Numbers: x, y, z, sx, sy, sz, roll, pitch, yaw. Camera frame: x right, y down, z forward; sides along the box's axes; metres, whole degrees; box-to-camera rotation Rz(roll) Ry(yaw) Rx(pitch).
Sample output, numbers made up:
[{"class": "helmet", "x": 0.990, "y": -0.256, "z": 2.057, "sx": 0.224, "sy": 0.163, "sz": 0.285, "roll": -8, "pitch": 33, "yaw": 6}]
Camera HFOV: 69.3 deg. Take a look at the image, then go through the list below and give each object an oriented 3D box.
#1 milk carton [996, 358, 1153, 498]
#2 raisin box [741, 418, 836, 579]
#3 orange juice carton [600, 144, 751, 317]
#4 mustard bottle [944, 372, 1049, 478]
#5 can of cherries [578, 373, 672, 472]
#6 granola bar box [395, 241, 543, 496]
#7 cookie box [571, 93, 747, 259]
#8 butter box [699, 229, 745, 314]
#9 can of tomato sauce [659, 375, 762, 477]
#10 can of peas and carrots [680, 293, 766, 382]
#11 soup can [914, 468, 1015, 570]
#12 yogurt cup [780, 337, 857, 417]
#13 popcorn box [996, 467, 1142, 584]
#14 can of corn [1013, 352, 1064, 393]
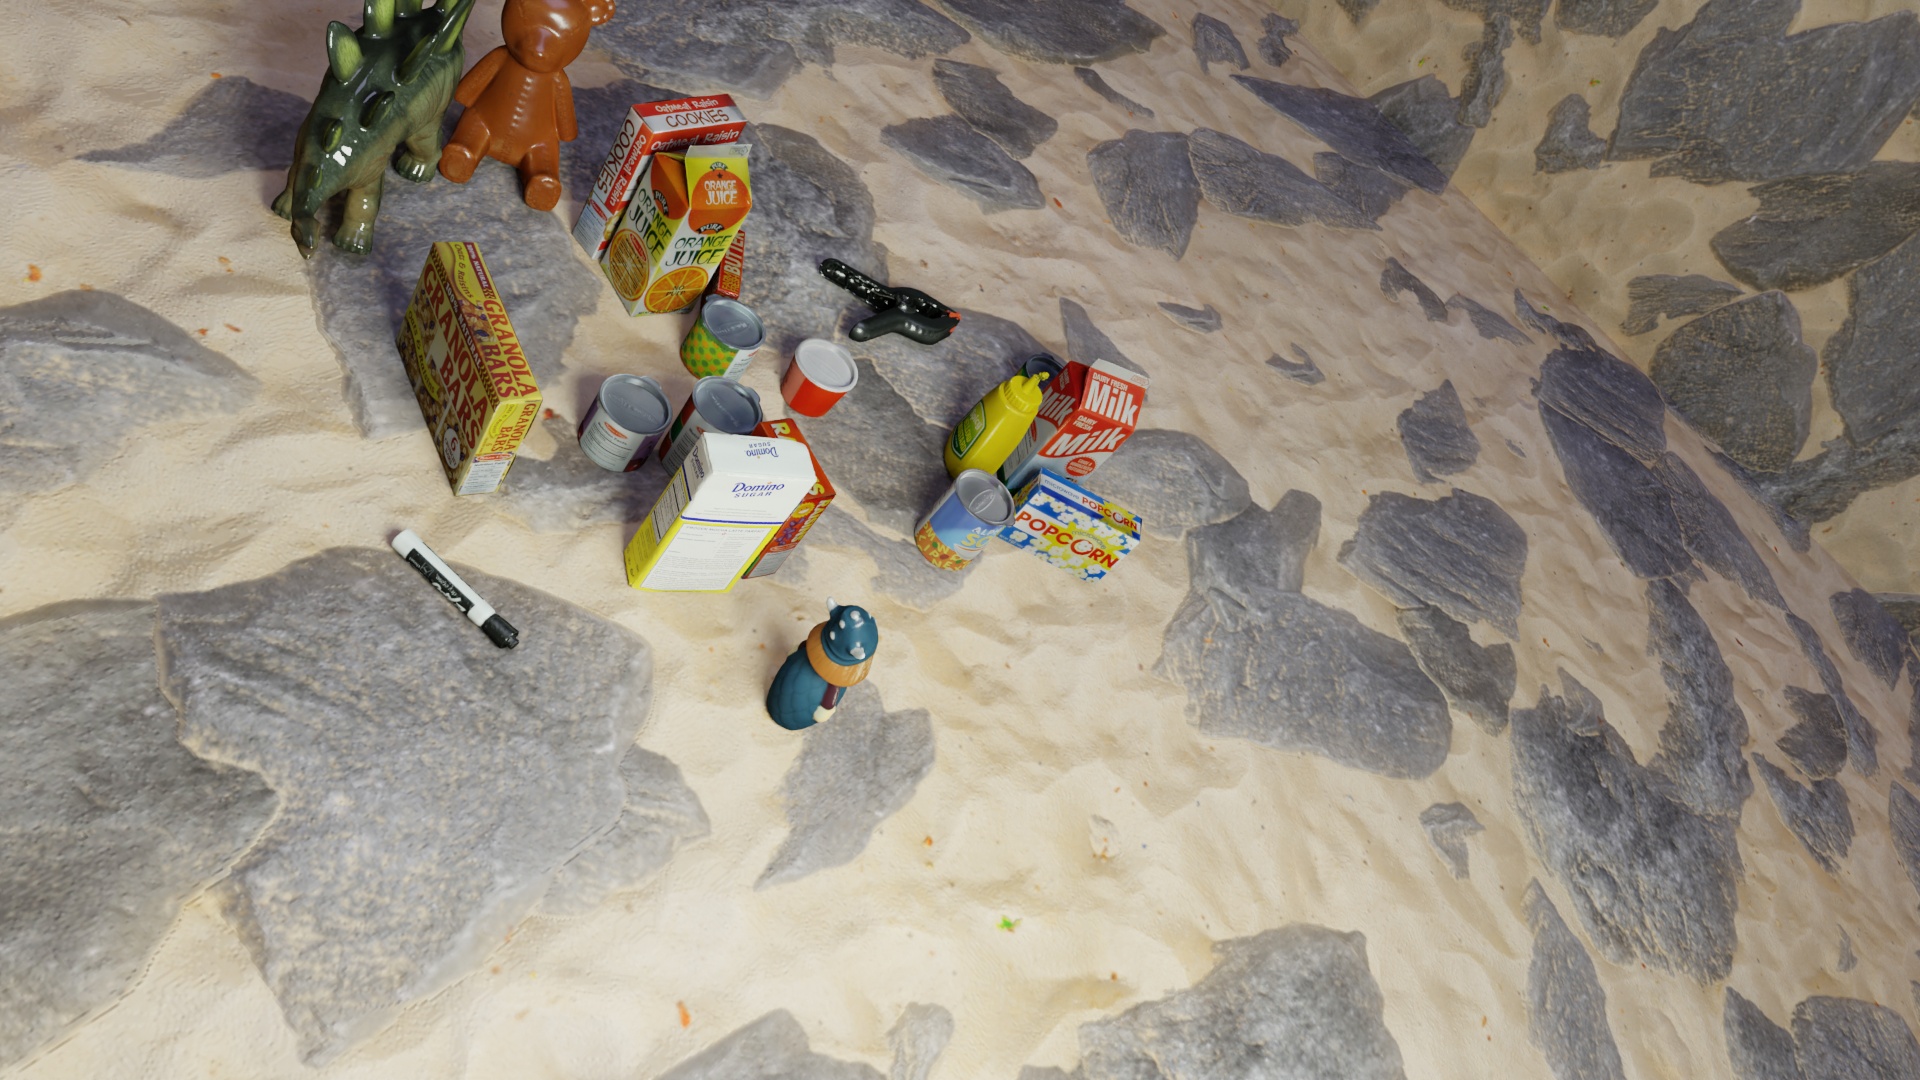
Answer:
[{"class": "milk carton", "x": 0.117, "y": -0.118, "z": 1.447, "sx": 0.072, "sy": 0.189, "sz": 0.074, "roll": 17, "pitch": 46, "yaw": -26}, {"class": "raisin box", "x": -0.167, "y": -0.035, "z": 1.205, "sx": 0.040, "sy": 0.122, "sz": 0.086, "roll": -11, "pitch": 63, "yaw": -43}, {"class": "orange juice carton", "x": -0.263, "y": -0.302, "z": 1.310, "sx": 0.072, "sy": 0.191, "sz": 0.073, "roll": -15, "pitch": 66, "yaw": -45}, {"class": "mustard bottle", "x": 0.040, "y": -0.124, "z": 1.416, "sx": 0.049, "sy": 0.159, "sz": 0.065, "roll": 14, "pitch": 48, "yaw": -29}, {"class": "can of cherries", "x": -0.292, "y": -0.103, "z": 1.216, "sx": 0.071, "sy": 0.058, "sz": 0.072, "roll": 21, "pitch": 45, "yaw": -22}, {"class": "granola bar box", "x": -0.396, "y": -0.137, "z": 1.115, "sx": 0.039, "sy": 0.123, "sz": 0.166, "roll": -8, "pitch": 60, "yaw": -42}, {"class": "cookie box", "x": -0.294, "y": -0.355, "z": 1.352, "sx": 0.040, "sy": 0.166, "sz": 0.123, "roll": 50, "pitch": 41, "yaw": 9}, {"class": "butter box", "x": -0.241, "y": -0.266, "z": 1.403, "sx": 0.024, "sy": 0.053, "sz": 0.104, "roll": 19, "pitch": 45, "yaw": -24}, {"class": "can of tomato sauce", "x": -0.224, "y": -0.097, "z": 1.245, "sx": 0.071, "sy": 0.082, "sz": 0.071, "roll": 21, "pitch": 45, "yaw": -23}, {"class": "can of peas and carrots", "x": -0.231, "y": -0.193, "z": 1.342, "sx": 0.071, "sy": 0.058, "sz": 0.071, "roll": 21, "pitch": 45, "yaw": -22}, {"class": "soup can", "x": 0.005, "y": -0.017, "z": 1.353, "sx": 0.071, "sy": 0.083, "sz": 0.072, "roll": 21, "pitch": 45, "yaw": -23}, {"class": "yogurt cup", "x": -0.144, "y": -0.160, "z": 1.385, "sx": 0.072, "sy": 0.053, "sz": 0.073, "roll": 21, "pitch": 45, "yaw": -22}, {"class": "popcorn box", "x": 0.112, "y": -0.014, "z": 1.433, "sx": 0.126, "sy": 0.084, "sz": 0.038, "roll": 26, "pitch": 43, "yaw": -18}, {"class": "can of corn", "x": 0.086, "y": -0.168, "z": 1.568, "sx": 0.071, "sy": 0.058, "sz": 0.071, "roll": 21, "pitch": 45, "yaw": -22}]
